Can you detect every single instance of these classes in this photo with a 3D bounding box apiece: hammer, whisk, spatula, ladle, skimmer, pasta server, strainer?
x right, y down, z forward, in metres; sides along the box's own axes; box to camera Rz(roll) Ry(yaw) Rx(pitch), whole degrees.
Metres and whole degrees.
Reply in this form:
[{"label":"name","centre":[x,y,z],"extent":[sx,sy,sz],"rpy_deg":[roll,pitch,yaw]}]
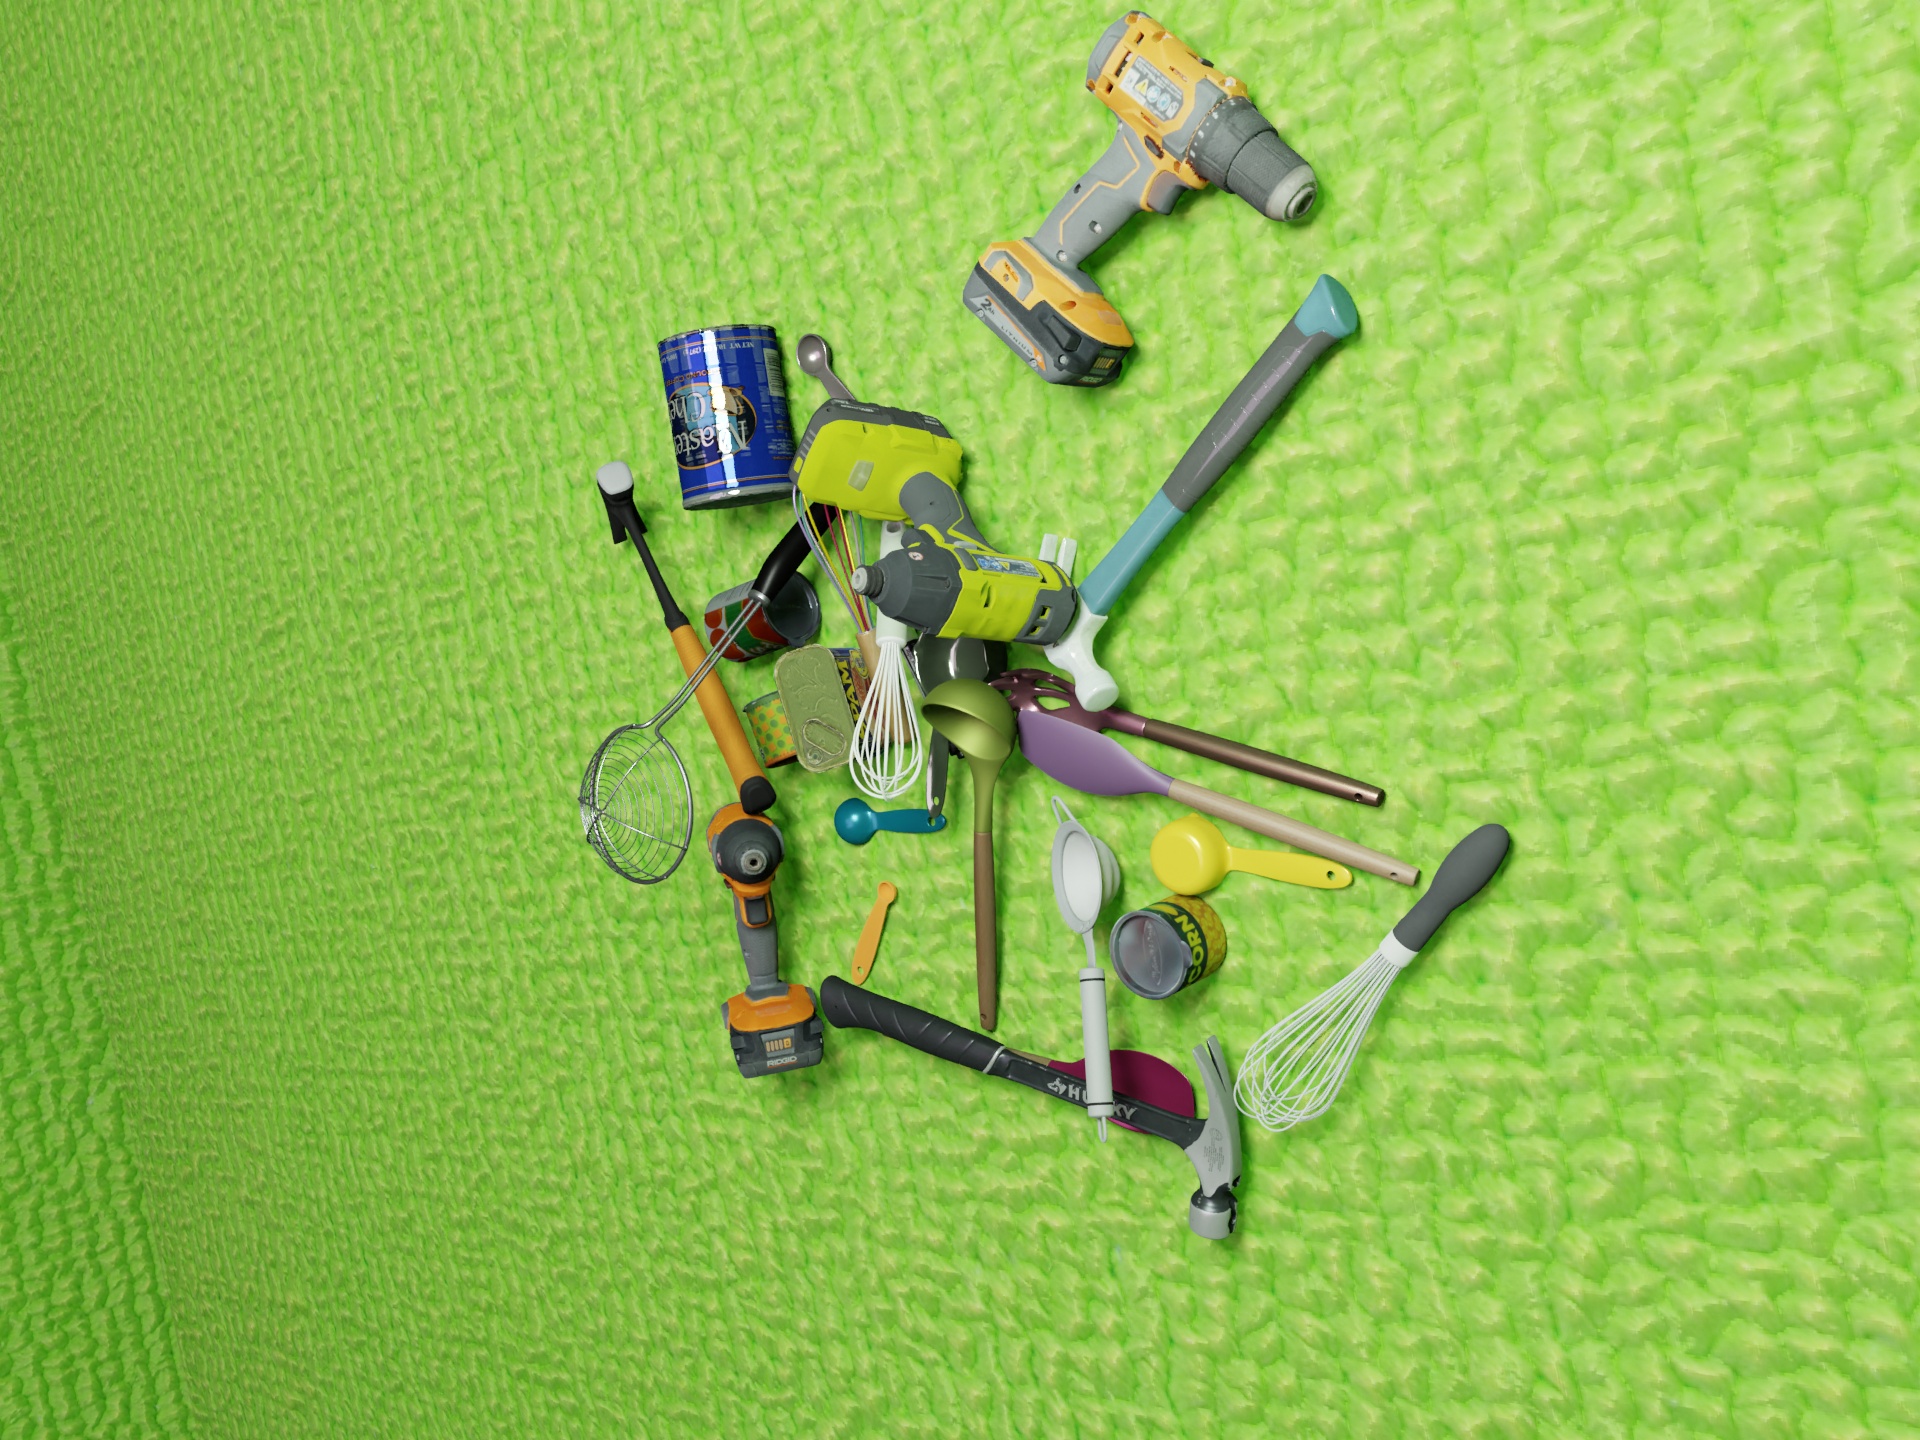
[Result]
[{"label":"hammer","centre":[0.158,-0.162,1.100],"extent":[0.331,0.033,0.128],"rpy_deg":[-51,50,31]},{"label":"whisk","centre":[-0.081,-0.096,1.306],"extent":[0.051,0.047,0.245],"rpy_deg":[-19,105,-2]},{"label":"hammer","centre":[-0.244,-0.065,1.419],"extent":[0.337,0.034,0.127],"rpy_deg":[63,167,17]},{"label":"spatula","centre":[0.174,0.059,1.134],"extent":[0.316,0.018,0.059],"rpy_deg":[20,130,30]},{"label":"ladle","centre":[0.011,0.114,1.252],"extent":[0.078,0.062,0.320],"rpy_deg":[15,119,33]},{"label":"skimmer","centre":[-0.188,-0.036,1.307],"extent":[0.127,0.090,0.363],"rpy_deg":[20,67,37]},{"label":"whisk","centre":[-0.055,-0.054,1.261],"extent":[0.058,0.059,0.246],"rpy_deg":[-3,69,12]},{"label":"pasta server","centre":[0.155,0.016,1.150],"extent":[0.316,0.040,0.060],"rpy_deg":[18,125,36]},{"label":"strainer","centre":[0.099,0.183,1.192],"extent":[0.087,0.050,0.259],"rpy_deg":[140,130,-65]},{"label":"whisk","centre":[0.275,0.175,1.069],"extent":[0.070,0.070,0.284],"rpy_deg":[45,120,25]},{"label":"hammer","centre":[0.042,0.274,1.275],"extent":[0.409,0.036,0.149],"rpy_deg":[13,109,37]}]

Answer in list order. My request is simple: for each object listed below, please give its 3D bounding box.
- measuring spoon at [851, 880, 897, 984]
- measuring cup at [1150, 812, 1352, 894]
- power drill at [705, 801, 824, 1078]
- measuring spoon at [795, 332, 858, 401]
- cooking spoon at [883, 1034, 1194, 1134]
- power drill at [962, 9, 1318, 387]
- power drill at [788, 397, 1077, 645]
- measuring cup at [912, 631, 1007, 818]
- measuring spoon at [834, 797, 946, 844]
[{"label":"measuring spoon","centre":[-0.076,0.188,1.403],"extent":[0.021,0.011,0.116],"rpy_deg":[37,124,29]},{"label":"measuring cup","centre":[0.202,0.103,1.130],"extent":[0.157,0.029,0.062],"rpy_deg":[5,102,42]},{"label":"power drill","centre":[-0.177,0.192,1.401],"extent":[0.164,0.084,0.226],"rpy_deg":[-163,64,-78]},{"label":"measuring spoon","centre":[-0.095,-0.271,1.325],"extent":[0.034,0.018,0.124],"rpy_deg":[-42,78,38]},{"label":"cooking spoon","centre":[0.055,0.280,1.302],"extent":[0.319,0.017,0.068],"rpy_deg":[4,105,40]},{"label":"power drill","centre":[0.122,-0.334,1.083],"extent":[0.185,0.084,0.226],"rpy_deg":[48,121,22]},{"label":"power drill","centre":[-0.033,-0.143,1.165],"extent":[0.223,0.171,0.080],"rpy_deg":[57,131,41]},{"label":"measuring cup","centre":[-0.002,-0.004,1.271],"extent":[0.083,0.038,0.167],"rpy_deg":[16,105,41]},{"label":"measuring spoon","centre":[-0.065,0.088,1.362],"extent":[0.129,0.021,0.042],"rpy_deg":[-4,96,42]}]
